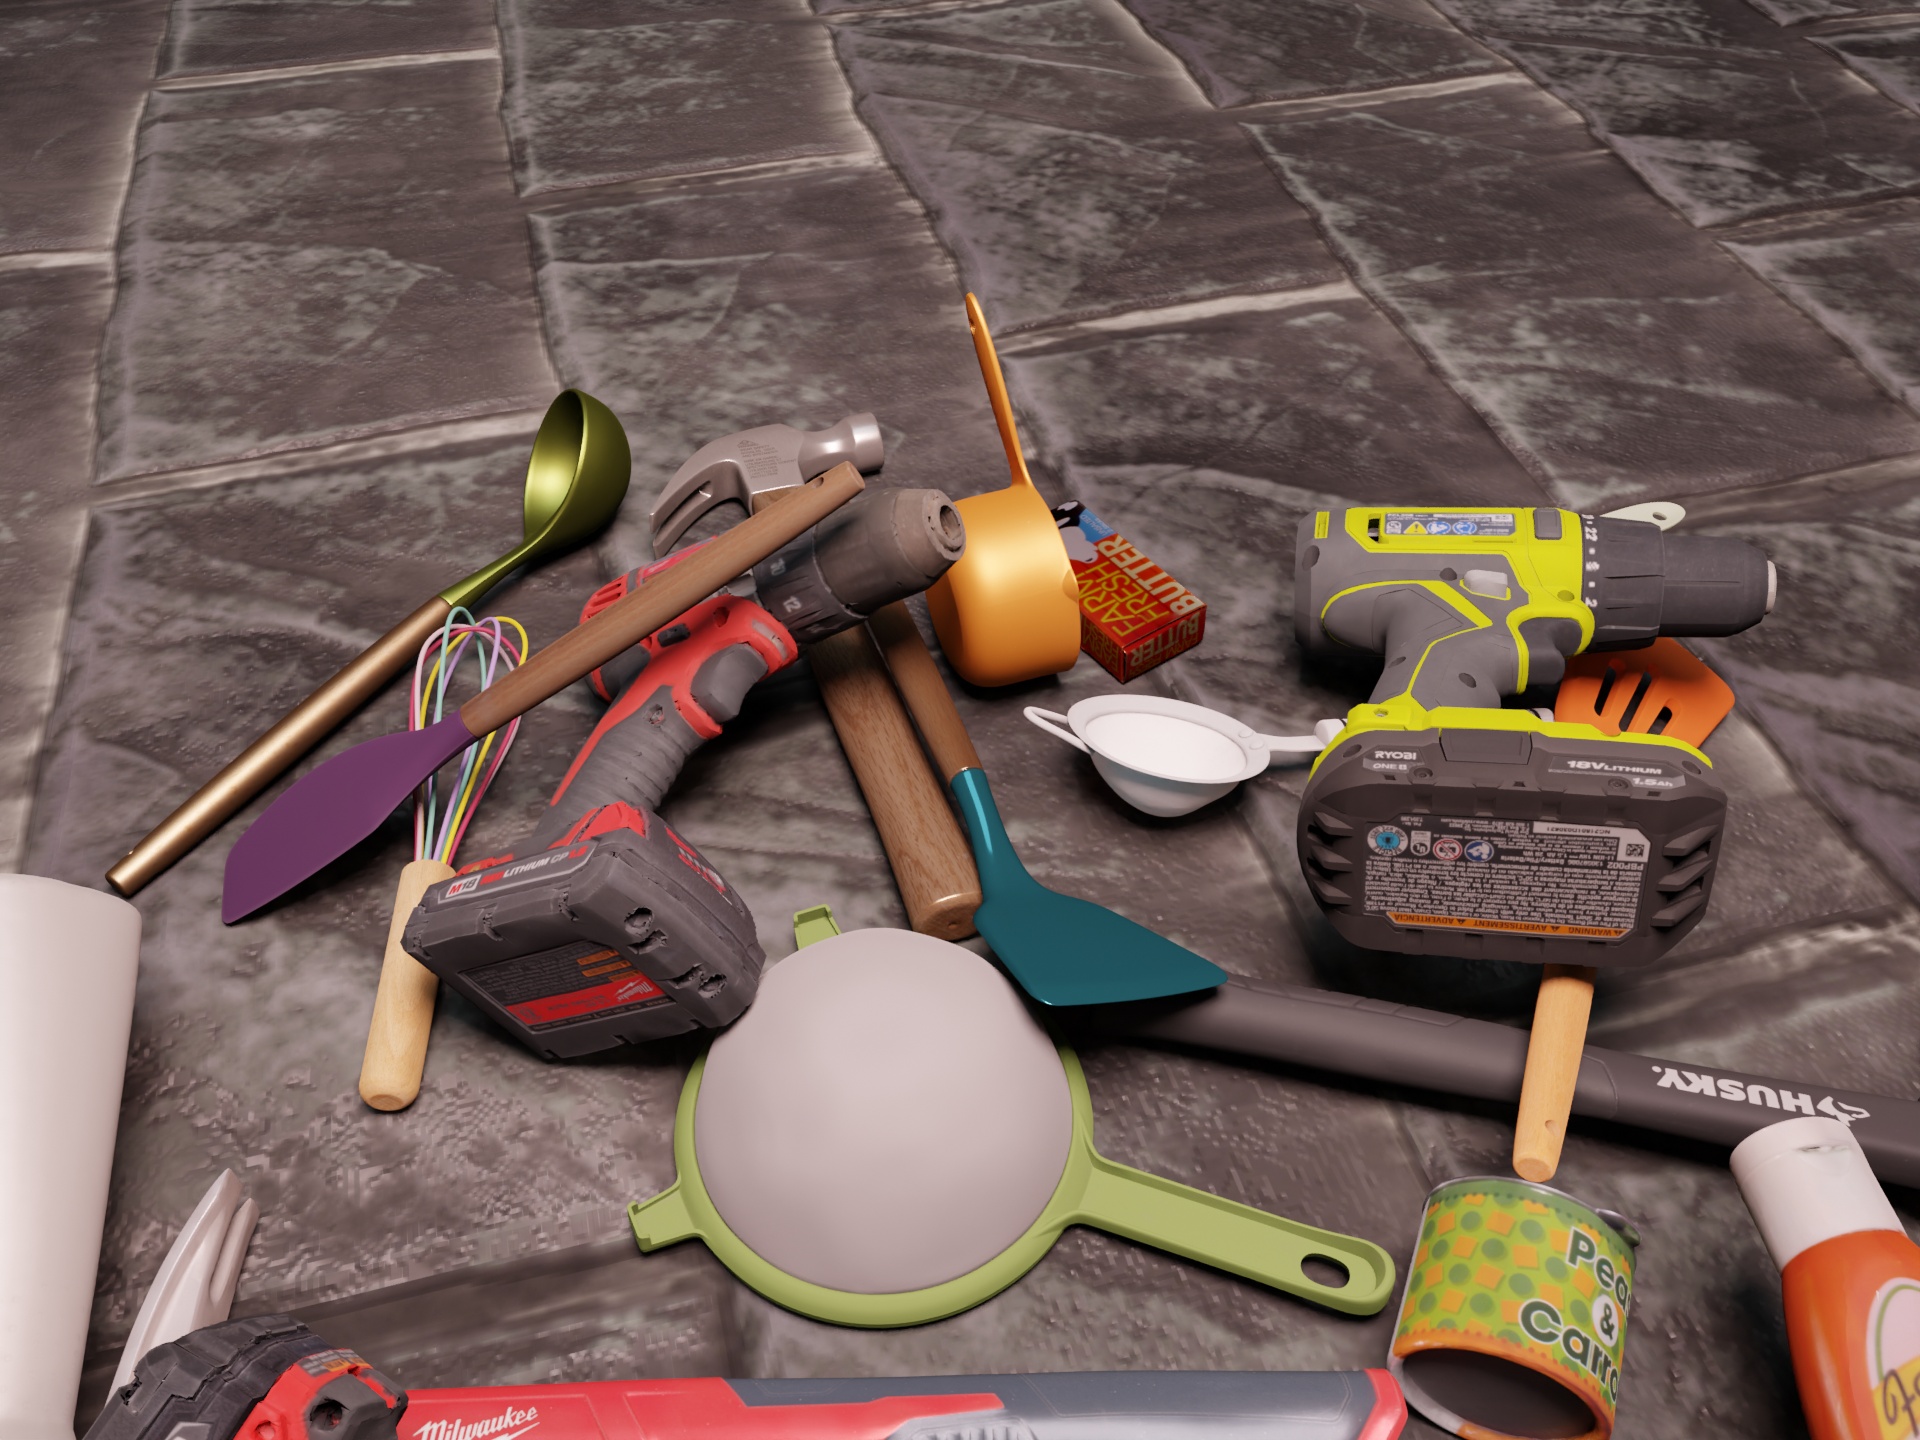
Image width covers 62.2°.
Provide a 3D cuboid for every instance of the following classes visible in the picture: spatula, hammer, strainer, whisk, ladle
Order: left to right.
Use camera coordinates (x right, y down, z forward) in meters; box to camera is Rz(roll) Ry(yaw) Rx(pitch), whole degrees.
[{"bbox_3d":[-0.264,-0.045,0.728,0.078,0.062,0.320,-17,28,53],"label":"ladle"},{"bbox_3d":[-0.211,0.044,0.651,0.047,0.051,0.245,1,48,-7],"label":"whisk"},{"bbox_3d":[-0.172,-0.014,0.624,0.316,0.018,0.060,-31,46,12],"label":"spatula"},{"bbox_3d":[-0.063,0.204,0.487,0.386,0.038,0.143,-2,47,0],"label":"hammer"},{"bbox_3d":[-0.058,-0.033,0.732,0.130,0.031,0.332,-13,47,-13],"label":"hammer"},{"bbox_3d":[-0.001,-0.002,0.654,0.082,0.044,0.318,-1,46,-30],"label":"spatula"},{"bbox_3d":[0.021,0.138,0.538,0.256,0.069,0.152,15,47,16],"label":"strainer"},{"bbox_3d":[0.152,0.012,0.683,0.258,0.050,0.087,-3,25,-11],"label":"strainer"},{"bbox_3d":[0.212,0.129,0.559,0.335,0.035,0.146,9,33,12],"label":"hammer"},{"bbox_3d":[0.247,0.054,0.611,0.081,0.041,0.323,36,40,3],"label":"spatula"}]

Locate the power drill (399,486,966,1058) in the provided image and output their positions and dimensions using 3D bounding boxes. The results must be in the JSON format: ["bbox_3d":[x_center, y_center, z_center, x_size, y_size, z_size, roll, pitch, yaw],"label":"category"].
[{"bbox_3d":[-0.096,0.005,0.611,0.188,0.080,0.227,-17,39,31],"label":"power drill"}]

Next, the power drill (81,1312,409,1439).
[{"bbox_3d":[-0.129,0.257,0.389,0.219,0.078,0.143,30,72,5],"label":"power drill"}]

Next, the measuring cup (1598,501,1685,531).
[{"bbox_3d":[0.280,-0.068,0.763,0.167,0.038,0.083,-19,49,-20],"label":"measuring cup"}]

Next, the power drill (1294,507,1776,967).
[{"bbox_3d":[0.221,-0.012,0.613,0.190,0.080,0.229,3,36,15],"label":"power drill"}]

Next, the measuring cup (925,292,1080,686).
[{"bbox_3d":[0.005,-0.098,0.708,0.052,0.173,0.095,-17,14,-11],"label":"measuring cup"}]
